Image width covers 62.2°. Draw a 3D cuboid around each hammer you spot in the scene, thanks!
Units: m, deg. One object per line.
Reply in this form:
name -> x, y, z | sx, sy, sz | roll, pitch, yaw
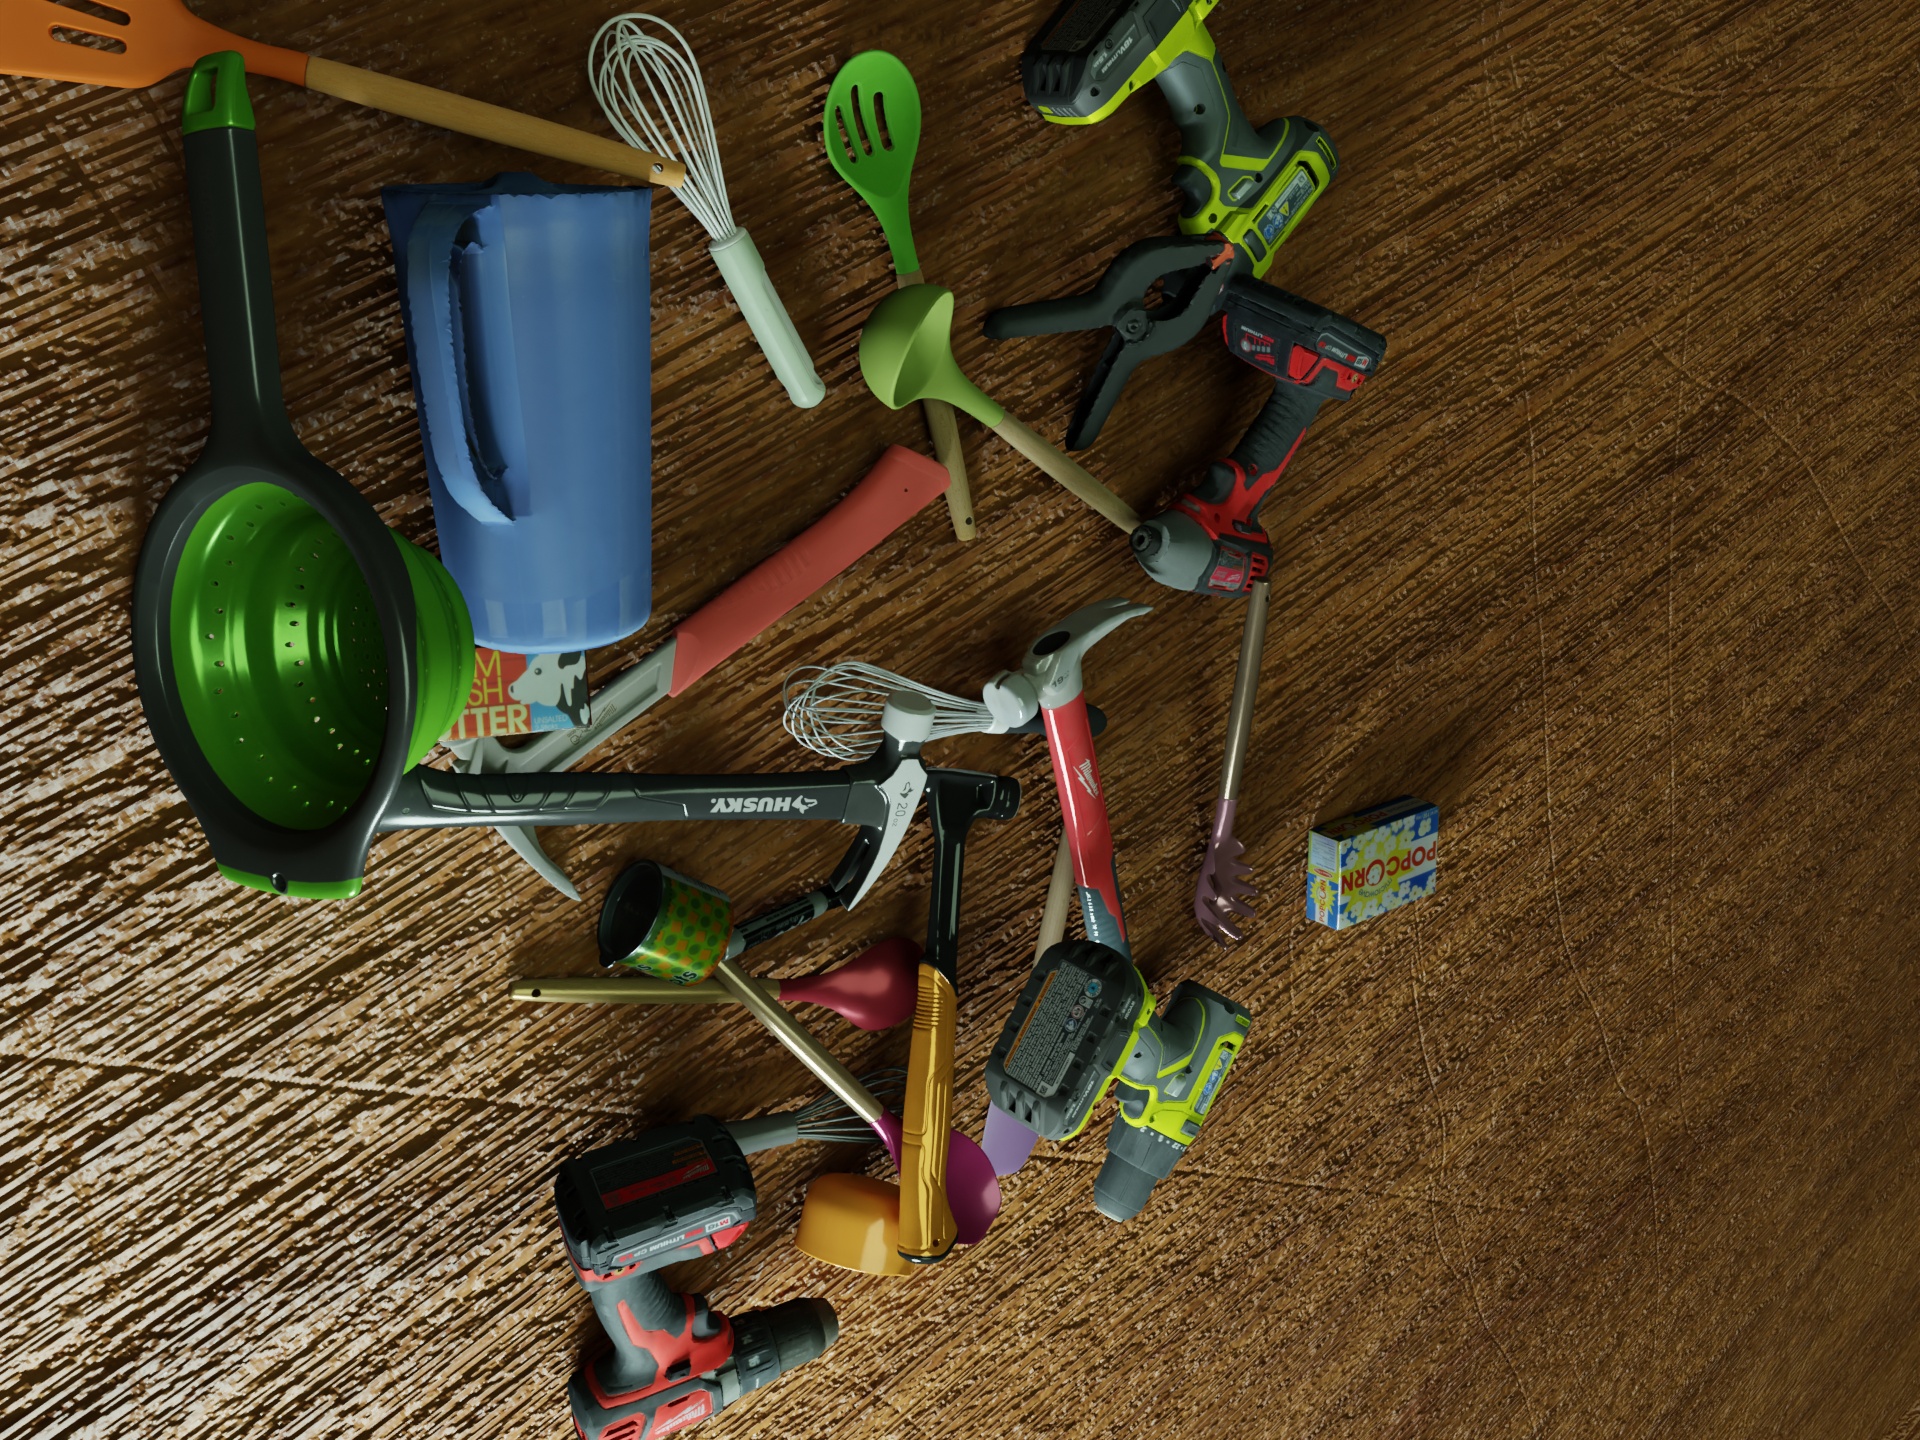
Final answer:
hammer -> -0.179, 0.050, 0.941 | 0.334, 0.035, 0.146 | 0, 119, -29
hammer -> 0.109, 0.097, 1.181 | 0.143, 0.038, 0.386 | -36, 129, -31
hammer -> -0.144, -0.050, 0.989 | 0.359, 0.037, 0.149 | -39, 122, -19
hammer -> -0.022, 0.200, 1.094 | 0.127, 0.034, 0.337 | 7, 83, -37

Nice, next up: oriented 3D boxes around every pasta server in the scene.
pasta server -> 0.218, 0.037, 1.233 | 0.060, 0.040, 0.316 | -26, 130, -43

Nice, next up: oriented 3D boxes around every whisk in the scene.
whisk -> -0.118, 0.283, 1.103 | 0.239, 0.055, 0.055 | -6, 107, -30
whisk -> -0.138, -0.286, 0.918 | 0.059, 0.058, 0.246 | -21, 126, 10
whisk -> -0.001, -0.002, 1.091 | 0.284, 0.070, 0.070 | 3, 102, -40

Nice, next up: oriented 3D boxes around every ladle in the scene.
ladle -> 0.047, -0.185, 1.050 | 0.319, 0.062, 0.078 | 28, 90, -45
ladle -> -0.147, 0.178, 1.064 | 0.315, 0.031, 0.069 | 6, 98, -34

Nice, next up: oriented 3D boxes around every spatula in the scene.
spatula -> -0.293, -0.310, 0.775 | 0.322, 0.041, 0.081 | 10, 98, -18
spatula -> 0.063, 0.205, 1.220 | 0.059, 0.018, 0.316 | 2, 104, -36

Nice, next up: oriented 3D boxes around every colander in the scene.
colander -> -0.318, -0.116, 0.789 | 0.094, 0.204, 0.397 | -16, 107, -58

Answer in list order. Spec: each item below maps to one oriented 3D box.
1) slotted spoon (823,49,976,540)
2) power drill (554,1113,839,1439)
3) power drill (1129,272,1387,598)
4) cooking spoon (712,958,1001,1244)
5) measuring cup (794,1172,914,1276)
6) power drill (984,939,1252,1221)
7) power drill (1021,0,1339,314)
slotted spoon -> -0.030, -0.260, 1.012 | 0.070, 0.031, 0.313 | -27, 120, -25
power drill -> -0.172, 0.374, 1.053 | 0.188, 0.080, 0.226 | -13, 122, -24
power drill -> 0.200, -0.192, 1.129 | 0.143, 0.079, 0.219 | 3, 117, -49
cooking spoon -> -0.074, 0.253, 1.086 | 0.318, 0.017, 0.069 | 49, 61, -23
measuring cup -> -0.048, 0.362, 1.165 | 0.173, 0.095, 0.052 | 18, 83, -57
power drill -> 0.117, 0.268, 1.177 | 0.228, 0.080, 0.190 | 36, 80, -50
power drill -> 0.147, -0.387, 1.065 | 0.171, 0.080, 0.223 | -52, 128, -5
